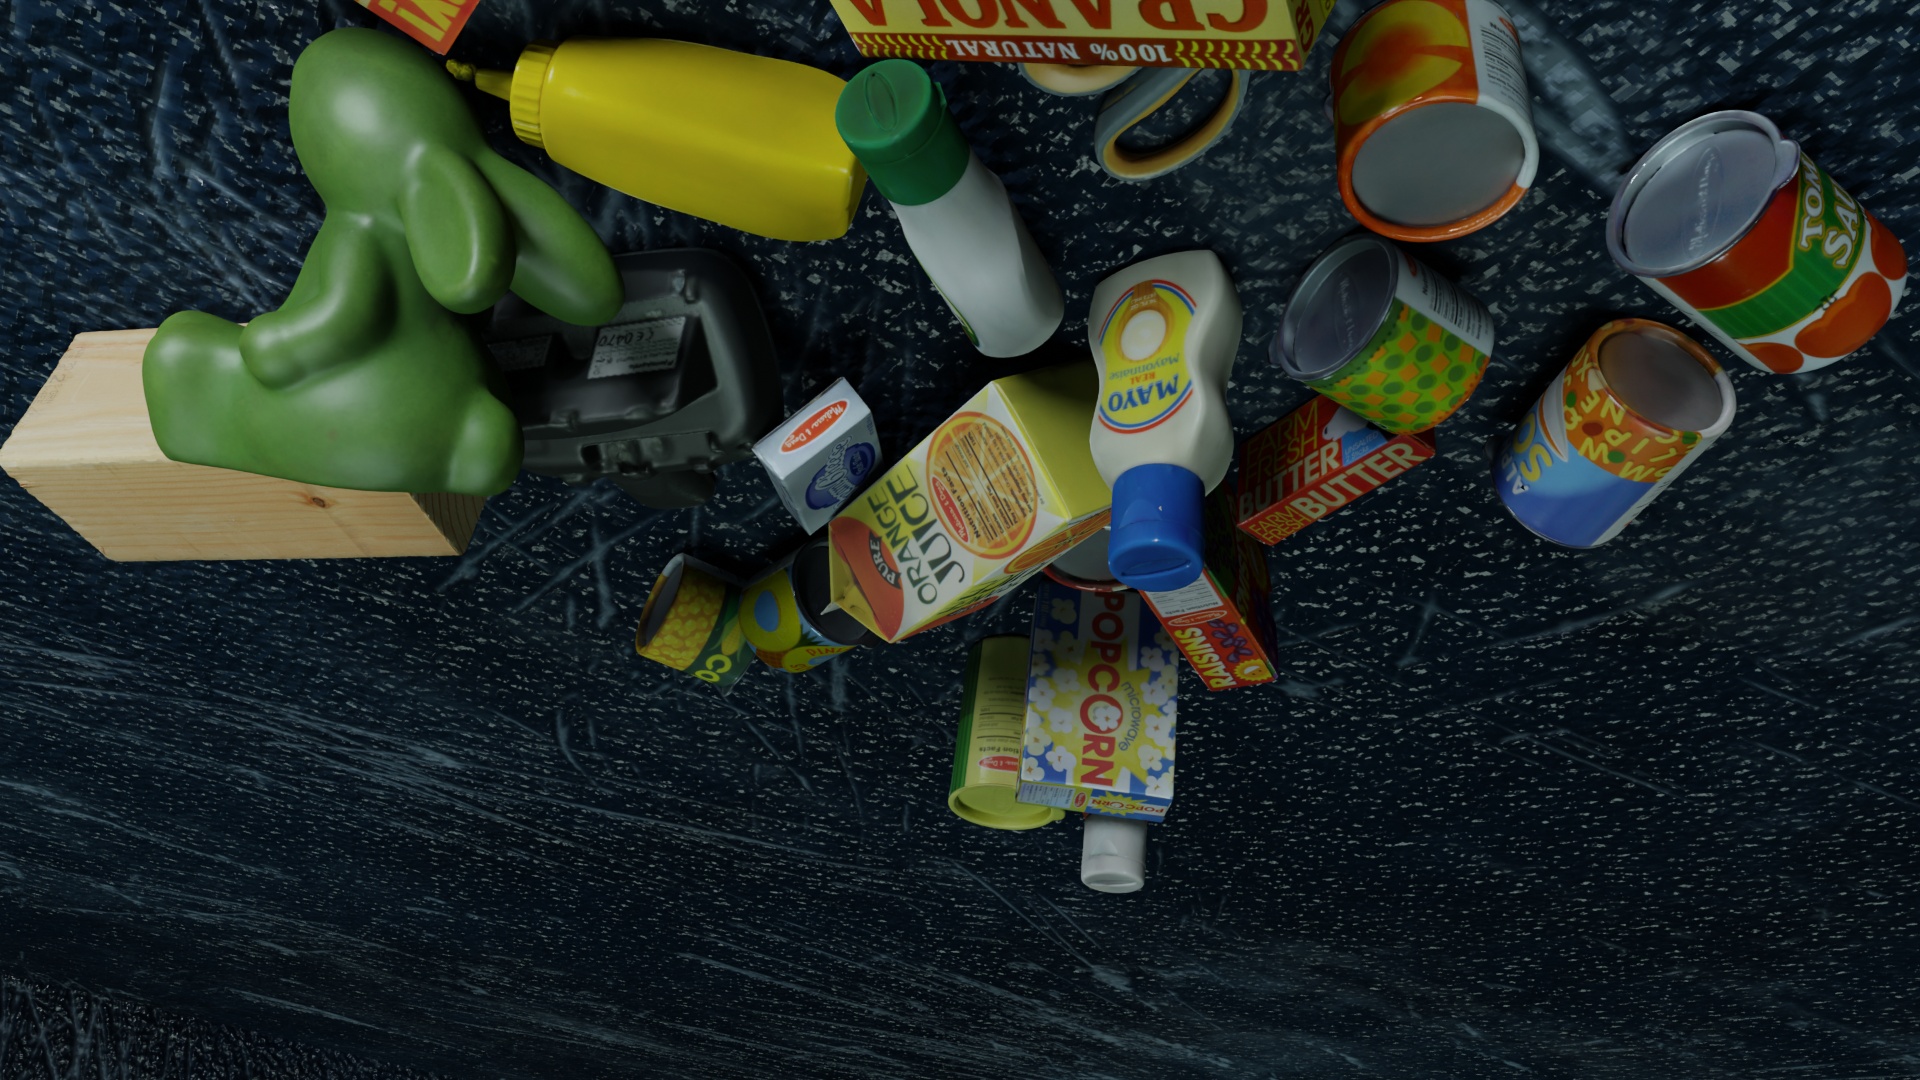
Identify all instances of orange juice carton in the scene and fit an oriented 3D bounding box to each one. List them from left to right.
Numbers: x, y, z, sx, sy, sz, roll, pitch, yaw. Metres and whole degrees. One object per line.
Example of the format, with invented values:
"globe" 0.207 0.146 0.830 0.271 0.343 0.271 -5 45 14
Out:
"orange juice carton" 0.002 -0.009 0.686 0.072 0.073 0.192 -20 168 -42

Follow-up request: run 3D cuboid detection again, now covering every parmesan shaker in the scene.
"parmesan shaker" 0.034 0.120 0.867 0.071 0.103 0.071 6 146 4

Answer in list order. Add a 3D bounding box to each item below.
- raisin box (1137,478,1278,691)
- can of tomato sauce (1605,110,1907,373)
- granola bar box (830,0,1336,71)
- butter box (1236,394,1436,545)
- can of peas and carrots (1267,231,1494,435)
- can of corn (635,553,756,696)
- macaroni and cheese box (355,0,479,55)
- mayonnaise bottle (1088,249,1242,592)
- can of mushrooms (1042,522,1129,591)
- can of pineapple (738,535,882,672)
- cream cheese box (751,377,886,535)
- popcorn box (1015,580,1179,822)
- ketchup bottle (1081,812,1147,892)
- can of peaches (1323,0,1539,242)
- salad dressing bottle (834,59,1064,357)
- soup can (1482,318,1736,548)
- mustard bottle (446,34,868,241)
"raisin box" 0.122 0.010 0.702 0.040 0.086 0.123 -15 140 22
"can of tomato sauce" 0.294 -0.109 0.511 0.083 0.071 0.071 25 142 -26
"granola bar box" 0.016 -0.197 0.401 0.165 0.039 0.124 15 157 34
"butter box" 0.172 -0.042 0.645 0.024 0.053 0.103 27 141 -24
"can of peas and carrots" 0.173 -0.083 0.573 0.059 0.071 0.070 24 143 -24
"can of corn" -0.154 0.050 0.829 0.058 0.071 0.071 26 142 -23
"macaroni and cheese box" -0.208 -0.246 0.427 0.166 0.040 0.123 30 140 -29
"mayonnaise bottle" 0.082 -0.050 0.564 0.064 0.149 0.041 -13 141 27
"can of mushrooms" 0.072 -0.002 0.742 0.071 0.033 0.070 4 146 3
"can of pineapple" -0.085 0.039 0.801 0.071 0.071 0.057 30 141 -30
"cream cheese box" -0.066 -0.038 0.670 0.053 0.024 0.103 -38 168 -7
"popcorn box" 0.080 0.089 0.792 0.085 0.127 0.038 8 150 0
"ketchup bottle" 0.095 0.135 0.836 0.064 0.149 0.043 -10 144 24
"can of peaches" 0.163 -0.147 0.487 0.071 0.058 0.071 5 146 3
"salad dressing bottle" -0.001 -0.123 0.532 0.044 0.064 0.147 -23 153 12
"soup can" 0.280 -0.047 0.607 0.071 0.072 0.083 11 145 -5
"mustard bottle" -0.114 -0.158 0.523 0.160 0.066 0.048 14 142 1
